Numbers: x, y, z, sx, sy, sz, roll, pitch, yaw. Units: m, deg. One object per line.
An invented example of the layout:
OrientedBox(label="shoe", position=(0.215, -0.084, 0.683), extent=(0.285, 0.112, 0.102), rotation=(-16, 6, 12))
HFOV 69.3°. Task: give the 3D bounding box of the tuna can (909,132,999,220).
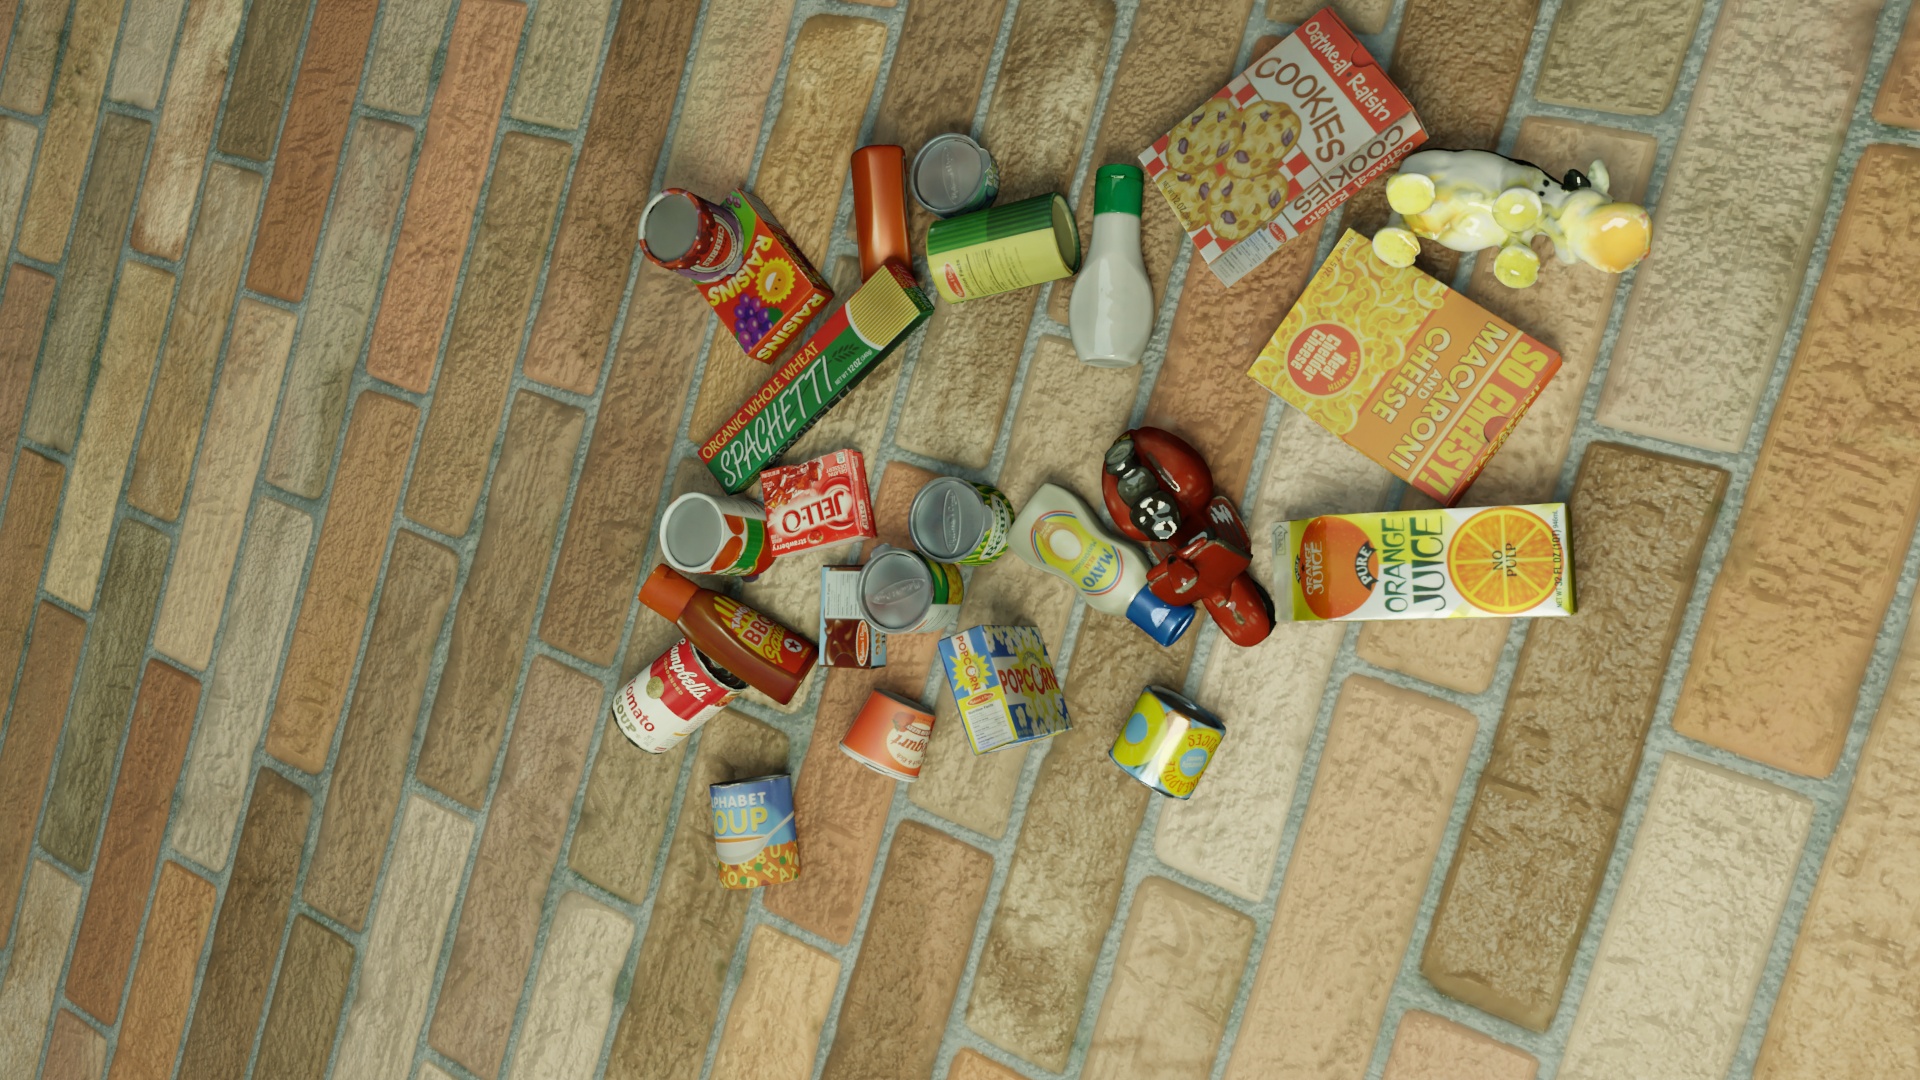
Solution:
OrientedBox(label="tuna can", position=(-0.002, -0.289, 1.108), extent=(0.071, 0.033, 0.071), rotation=(-2, 86, 25))

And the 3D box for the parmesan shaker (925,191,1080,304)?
OrientedBox(label="parmesan shaker", position=(0.035, -0.223, 1.071), extent=(0.103, 0.071, 0.071), rotation=(-9, 83, 23))

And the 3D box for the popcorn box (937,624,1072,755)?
OrientedBox(label="popcorn box", position=(0.034, 0.107, 1.012), extent=(0.038, 0.127, 0.085), rotation=(-23, 78, 19))

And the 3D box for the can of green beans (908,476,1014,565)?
OrientedBox(label="can of green beans", position=(0.002, -0.014, 1.073), extent=(0.071, 0.058, 0.071), rotation=(-2, 86, 25))

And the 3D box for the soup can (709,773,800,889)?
OrientedBox(label="soup can", position=(-0.168, 0.235, 1.126), extent=(0.071, 0.071, 0.084), rotation=(-10, 83, 24))

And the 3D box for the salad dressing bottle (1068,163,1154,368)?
OrientedBox(label="salad dressing bottle", position=(0.116, -0.205, 1.042), extent=(0.064, 0.044, 0.147), rotation=(4, 87, 11))

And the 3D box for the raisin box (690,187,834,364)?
OrientedBox(label="raisin box", position=(-0.176, -0.224, 1.180), extent=(0.086, 0.040, 0.123), rotation=(-43, 70, 15))

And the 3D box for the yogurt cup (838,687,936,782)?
OrientedBox(label="yogurt cup", position=(-0.054, 0.150, 1.085), extent=(0.072, 0.072, 0.054), rotation=(24, 89, 24))

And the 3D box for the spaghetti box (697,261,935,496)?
OrientedBox(label="spaghetti box", position=(-0.122, -0.126, 1.127), extent=(0.249, 0.029, 0.050), rotation=(-39, 83, 28))

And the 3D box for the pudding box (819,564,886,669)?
OrientedBox(label="pudding box", position=(-0.087, 0.062, 1.124), extent=(0.049, 0.030, 0.083), rotation=(-1, 86, 23))

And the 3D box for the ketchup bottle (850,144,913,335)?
OrientedBox(label="ketchup bottle", position=(-0.061, -0.239, 1.118), extent=(0.043, 0.065, 0.148), rotation=(-5, 93, -11))

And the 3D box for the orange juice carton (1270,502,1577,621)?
OrientedBox(label="orange juice carton", position=(0.304, 0.017, 0.925), extent=(0.192, 0.073, 0.072), rotation=(-3, 86, 25))

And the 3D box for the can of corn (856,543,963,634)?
OrientedBox(label="can of corn", position=(-0.039, 0.038, 1.088), extent=(0.071, 0.058, 0.071), rotation=(-2, 86, 25))

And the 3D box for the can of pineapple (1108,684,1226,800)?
OrientedBox(label="can of pineapple", position=(0.149, 0.144, 0.989), extent=(0.071, 0.071, 0.057), rotation=(31, 99, 23))

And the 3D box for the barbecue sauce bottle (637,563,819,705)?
OrientedBox(label="barbecue sauce bottle", position=(-0.189, 0.073, 1.123), extent=(0.148, 0.065, 0.043), rotation=(32, 117, -2))

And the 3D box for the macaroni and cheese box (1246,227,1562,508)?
OrientedBox(label="macaroni and cheese box", position=(0.301, -0.118, 0.953), extent=(0.167, 0.040, 0.123), rotation=(38, 103, 22))

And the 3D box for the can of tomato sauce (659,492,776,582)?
OrientedBox(label="can of tomato sauce", position=(-0.198, -0.002, 1.150), extent=(0.071, 0.083, 0.071), rotation=(-2, 85, 25))

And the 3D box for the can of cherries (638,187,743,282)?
OrientedBox(label="can of cherries", position=(-0.221, -0.251, 1.148), extent=(0.071, 0.058, 0.071), rotation=(-2, 85, 25))

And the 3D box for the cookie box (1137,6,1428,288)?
OrientedBox(label="cookie box", position=(0.224, -0.278, 0.981), extent=(0.167, 0.040, 0.123), rotation=(-36, 55, 19))

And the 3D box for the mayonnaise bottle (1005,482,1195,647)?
OrientedBox(label="mayonnaise bottle", position=(0.106, 0.021, 1.032), extent=(0.148, 0.041, 0.064), rotation=(39, 101, 22))
